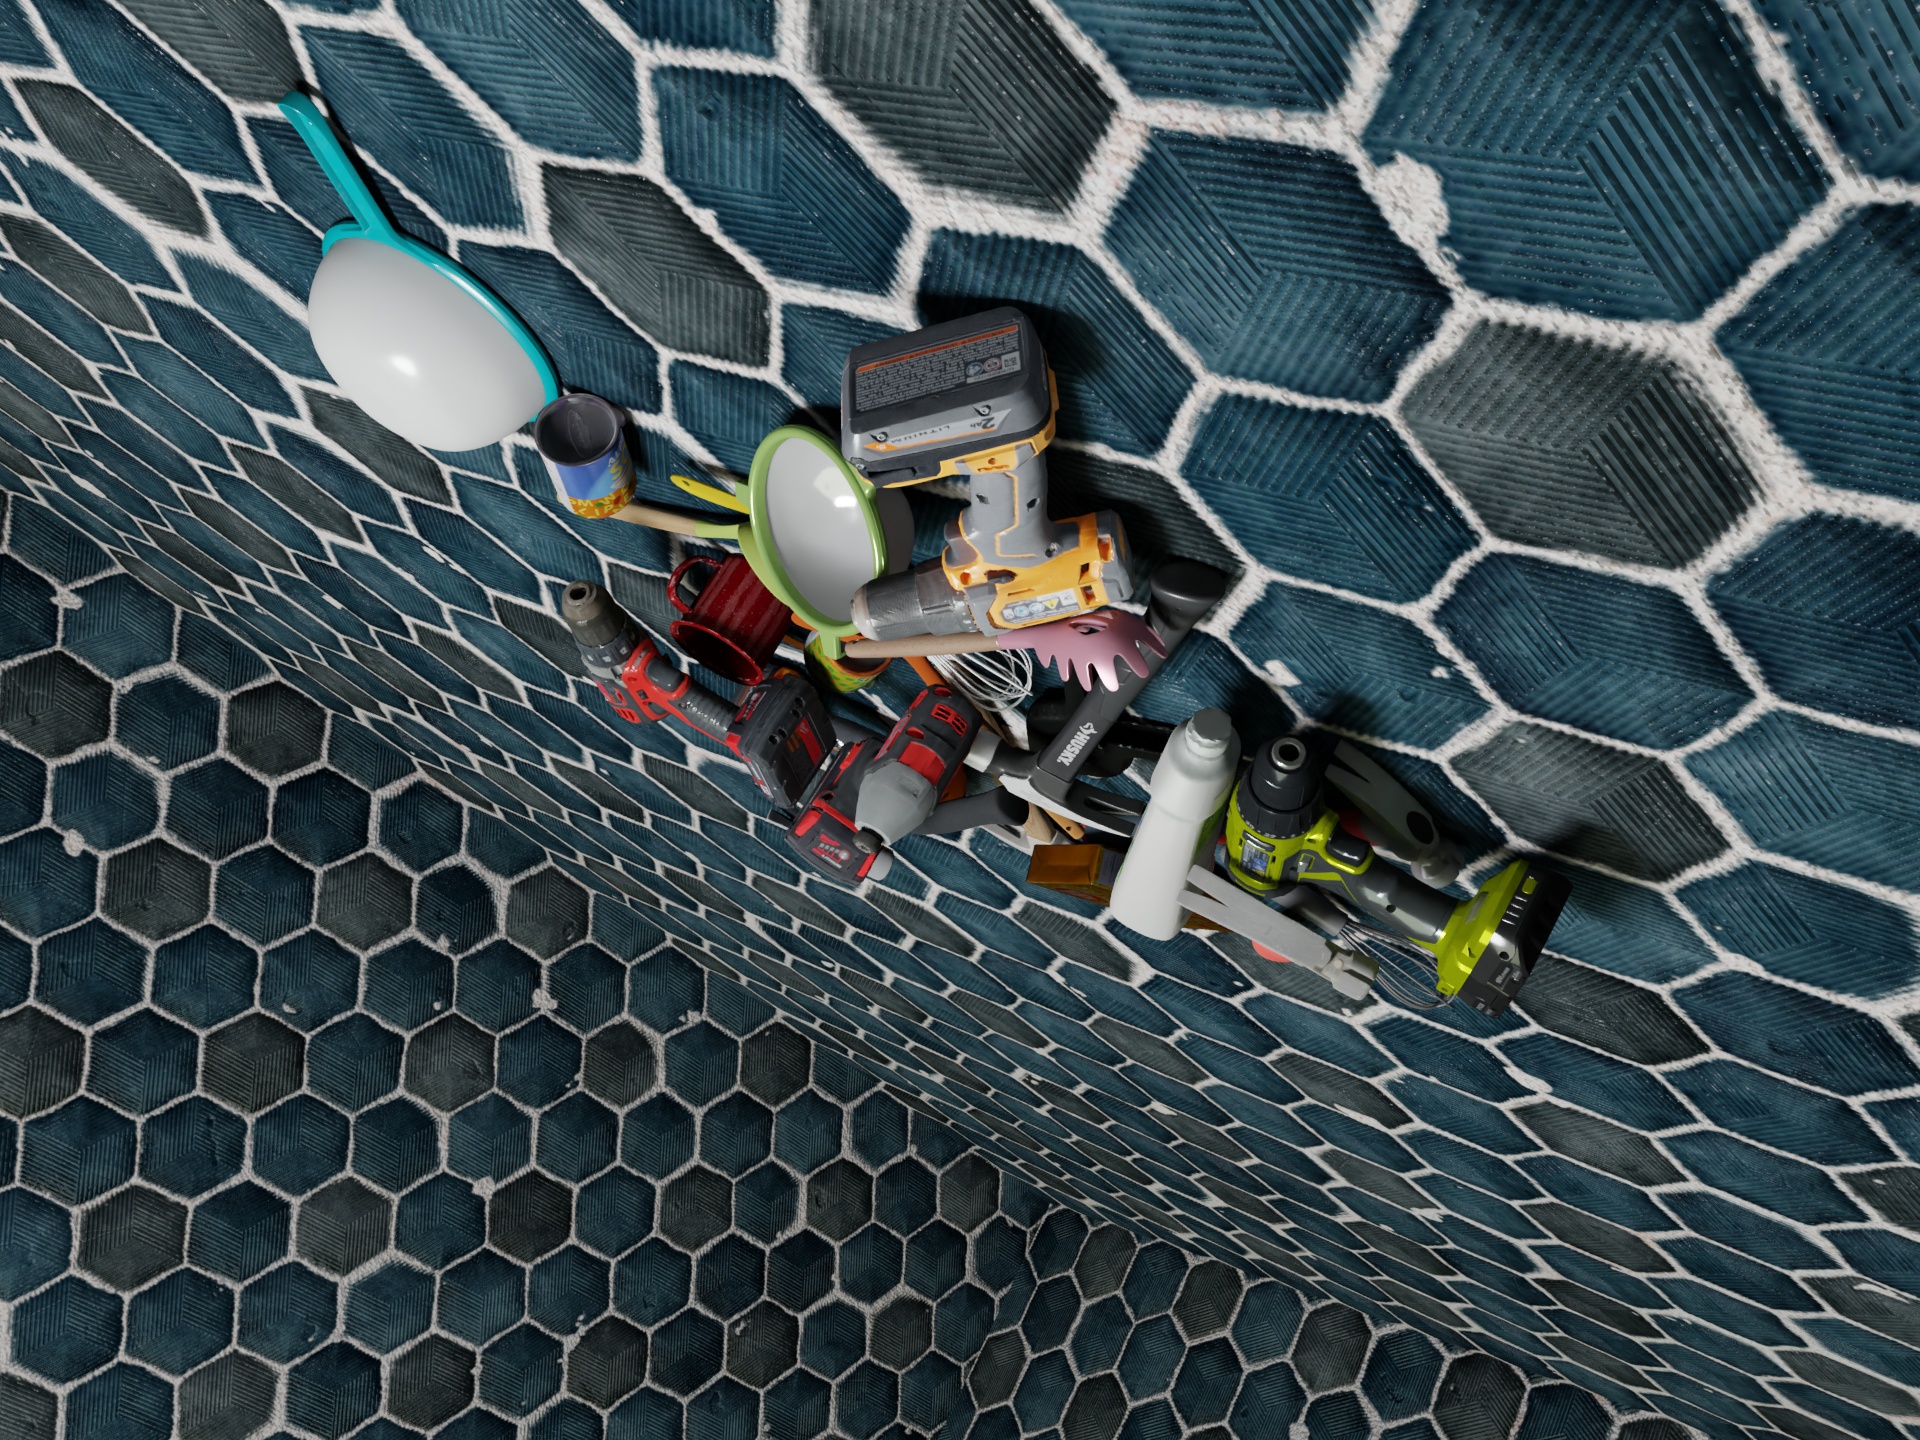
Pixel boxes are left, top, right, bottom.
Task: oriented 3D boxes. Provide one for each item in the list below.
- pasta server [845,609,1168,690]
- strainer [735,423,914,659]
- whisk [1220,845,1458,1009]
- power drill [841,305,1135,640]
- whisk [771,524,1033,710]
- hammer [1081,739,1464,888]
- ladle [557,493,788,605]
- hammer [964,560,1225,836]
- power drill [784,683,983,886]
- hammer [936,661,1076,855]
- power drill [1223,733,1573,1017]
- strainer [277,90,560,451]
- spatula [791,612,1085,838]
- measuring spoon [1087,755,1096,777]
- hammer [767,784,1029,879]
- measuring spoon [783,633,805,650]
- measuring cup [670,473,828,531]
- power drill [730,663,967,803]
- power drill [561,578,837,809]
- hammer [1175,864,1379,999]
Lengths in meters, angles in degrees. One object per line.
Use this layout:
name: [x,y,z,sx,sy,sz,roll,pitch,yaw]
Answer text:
pasta server: [0.017,-0.050,1.117,0.316,0.060,0.040,0,124,51]
strainer: [-0.055,-0.160,1.074,0.151,0.069,0.256,60,143,8]
whisk: [0.324,0.176,1.364,0.239,0.055,0.055,33,159,3]
power drill: [-0.005,-0.129,0.963,0.185,0.084,0.226,-12,146,13]
whisk: [-0.043,-0.080,1.218,0.246,0.058,0.059,31,-177,-20]
hammer: [0.214,0.078,1.295,0.143,0.038,0.386,41,156,-24]
ladle: [-0.241,-0.155,1.332,0.320,0.062,0.078,17,167,37]
hammer: [0.112,-0.014,1.147,0.146,0.035,0.334,28,149,-2]
power drill: [-0.065,0.061,1.290,0.078,0.143,0.219,35,156,-8]
hammer: [0.041,0.048,1.460,0.130,0.031,0.331,16,155,30]
power drill: [0.289,0.100,1.092,0.228,0.080,0.190,28,159,18]
strainer: [-0.433,-0.305,1.180,0.211,0.095,0.340,23,159,17]
spatula: [-0.002,-0.004,1.310,0.081,0.041,0.322,-30,115,31]
measuring spoon: [0.075,0.041,1.372,0.124,0.018,0.034,-3,143,27]
hammer: [-0.053,0.095,1.496,0.149,0.036,0.409,29,160,-21]
measuring spoon: [-0.169,-0.085,1.463,0.117,0.011,0.021,28,159,15]
measuring cup: [-0.157,-0.174,1.219,0.157,0.029,0.062,21,158,28]
power drill: [-0.100,0.032,1.544,0.226,0.084,0.164,18,158,20]
power drill: [-0.229,-0.029,1.344,0.227,0.080,0.187,25,159,20]
hammer: [0.251,0.173,1.300,0.149,0.037,0.359,28,177,11]
